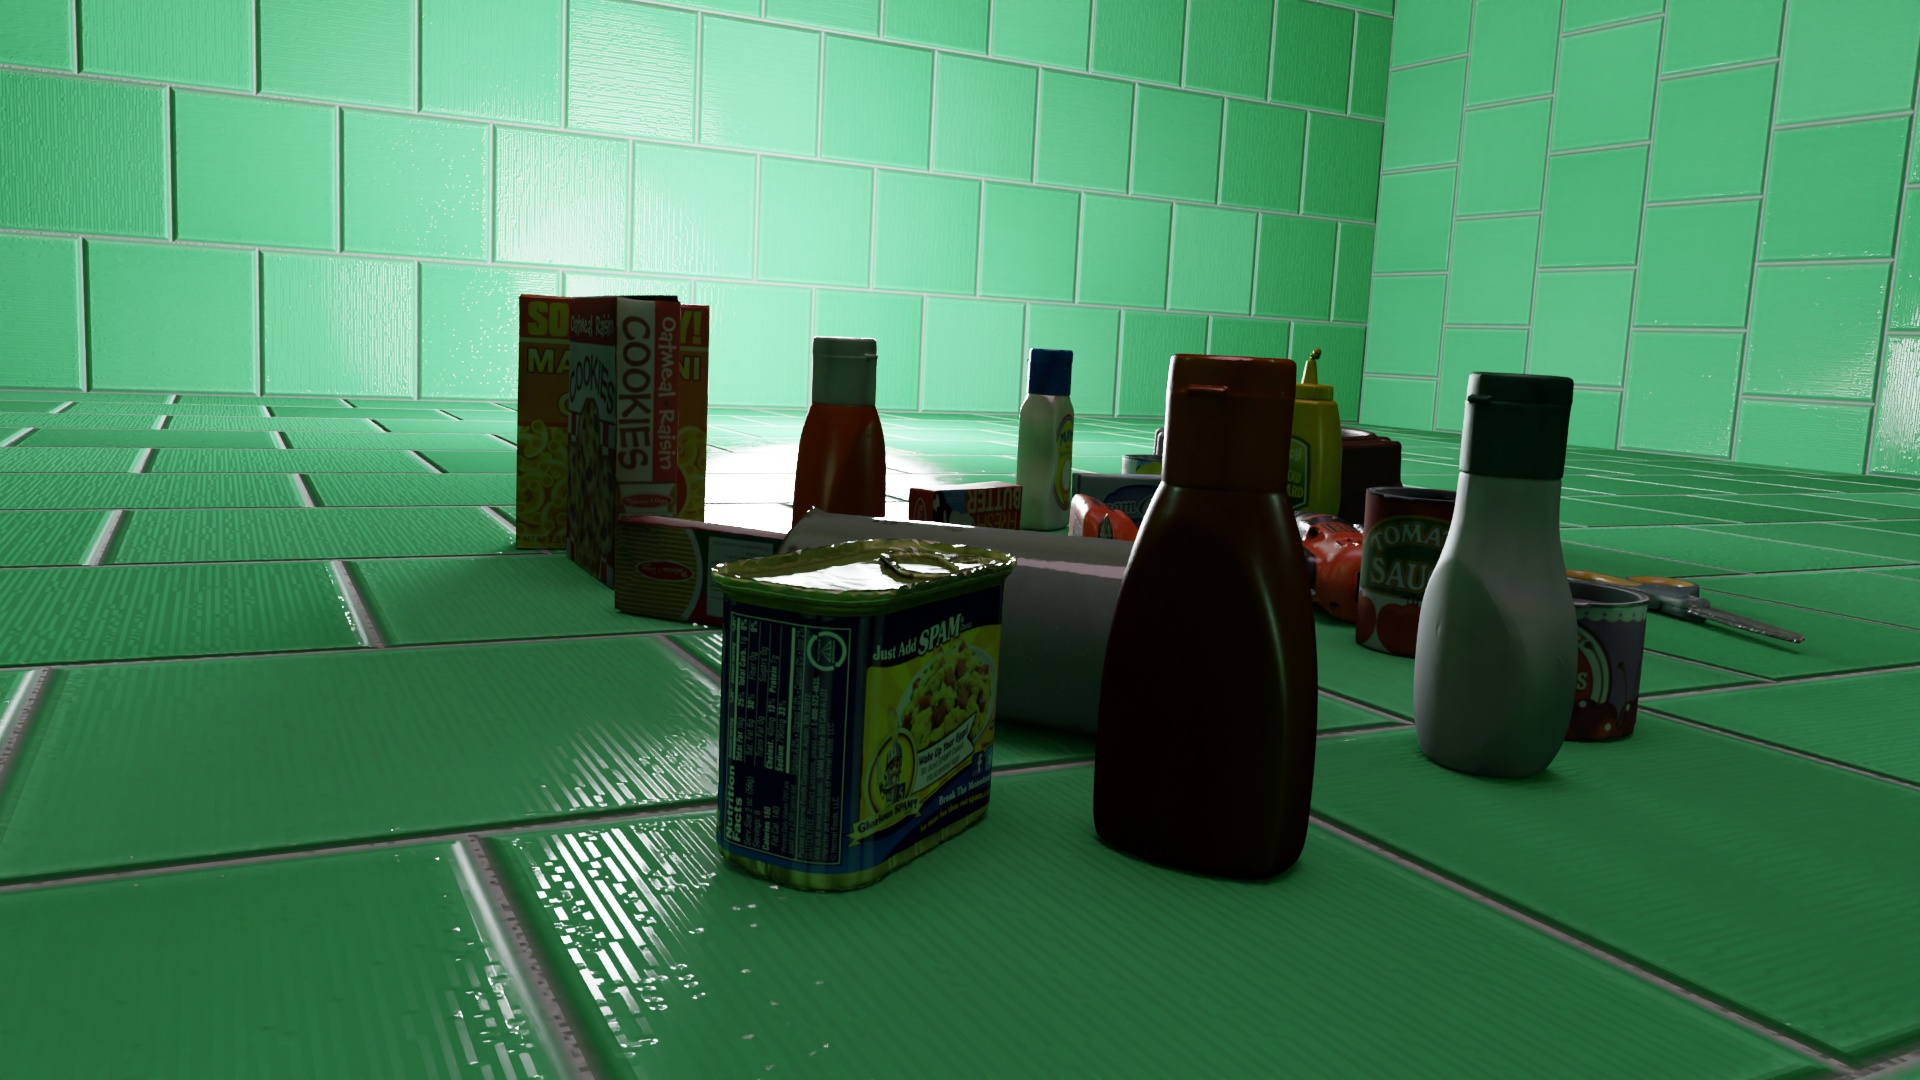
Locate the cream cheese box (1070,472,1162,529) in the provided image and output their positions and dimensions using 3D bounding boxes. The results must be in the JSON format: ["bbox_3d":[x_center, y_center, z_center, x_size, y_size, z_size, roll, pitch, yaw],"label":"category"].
[{"bbox_3d":[0.139,-0.026,1.099,0.104,0.053,0.024,2,8,-10],"label":"cream cheese box"}]

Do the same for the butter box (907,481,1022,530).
[{"bbox_3d":[0.003,-0.012,0.953,0.024,0.053,0.104,8,10,37],"label":"butter box"}]

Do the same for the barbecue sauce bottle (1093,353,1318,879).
[{"bbox_3d":[0.075,0.020,0.409,0.065,0.148,0.044,8,9,32],"label":"barbecue sauce bottle"}]

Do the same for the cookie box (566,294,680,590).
[{"bbox_3d":[-0.204,-0.064,0.835,0.040,0.167,0.123,-1,8,-28],"label":"cookie box"}]

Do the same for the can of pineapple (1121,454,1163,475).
[{"bbox_3d":[0.178,-0.046,1.239,0.071,0.057,0.071,3,8,0],"label":"can of pineapple"}]

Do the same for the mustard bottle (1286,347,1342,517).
[{"bbox_3d":[0.287,-0.081,1.165,0.049,0.160,0.065,-4,10,-44],"label":"mustard bottle"}]

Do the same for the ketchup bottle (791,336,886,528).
[{"bbox_3d":[-0.067,-0.041,0.789,0.043,0.148,0.065,7,8,29],"label":"ketchup bottle"}]

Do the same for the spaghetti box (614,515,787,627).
[{"bbox_3d":[-0.062,0.025,0.680,0.250,0.050,0.029,7,8,25],"label":"spaghetti box"}]

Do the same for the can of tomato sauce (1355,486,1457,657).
[{"bbox_3d":[0.244,0.016,0.732,0.071,0.083,0.071,3,8,0],"label":"can of tomato sauce"}]

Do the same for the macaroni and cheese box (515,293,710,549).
[{"bbox_3d":[-0.232,-0.078,0.930,0.124,0.166,0.040,1,8,-16],"label":"macaroni and cheese box"}]

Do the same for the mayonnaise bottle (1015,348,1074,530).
[{"bbox_3d":[0.071,-0.084,1.150,0.041,0.147,0.065,6,8,24],"label":"mayonnaise bottle"}]

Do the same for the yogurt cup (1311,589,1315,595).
[{"bbox_3d":[0.114,0.043,0.600,0.072,0.054,0.072,3,8,0],"label":"yogurt cup"}]

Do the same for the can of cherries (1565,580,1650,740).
[{"bbox_3d":[0.253,0.049,0.590,0.071,0.058,0.071,3,8,0],"label":"can of cherries"}]

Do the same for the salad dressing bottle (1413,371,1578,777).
[{"bbox_3d":[0.202,0.012,0.519,0.044,0.147,0.064,0,8,-20],"label":"salad dressing bottle"}]
